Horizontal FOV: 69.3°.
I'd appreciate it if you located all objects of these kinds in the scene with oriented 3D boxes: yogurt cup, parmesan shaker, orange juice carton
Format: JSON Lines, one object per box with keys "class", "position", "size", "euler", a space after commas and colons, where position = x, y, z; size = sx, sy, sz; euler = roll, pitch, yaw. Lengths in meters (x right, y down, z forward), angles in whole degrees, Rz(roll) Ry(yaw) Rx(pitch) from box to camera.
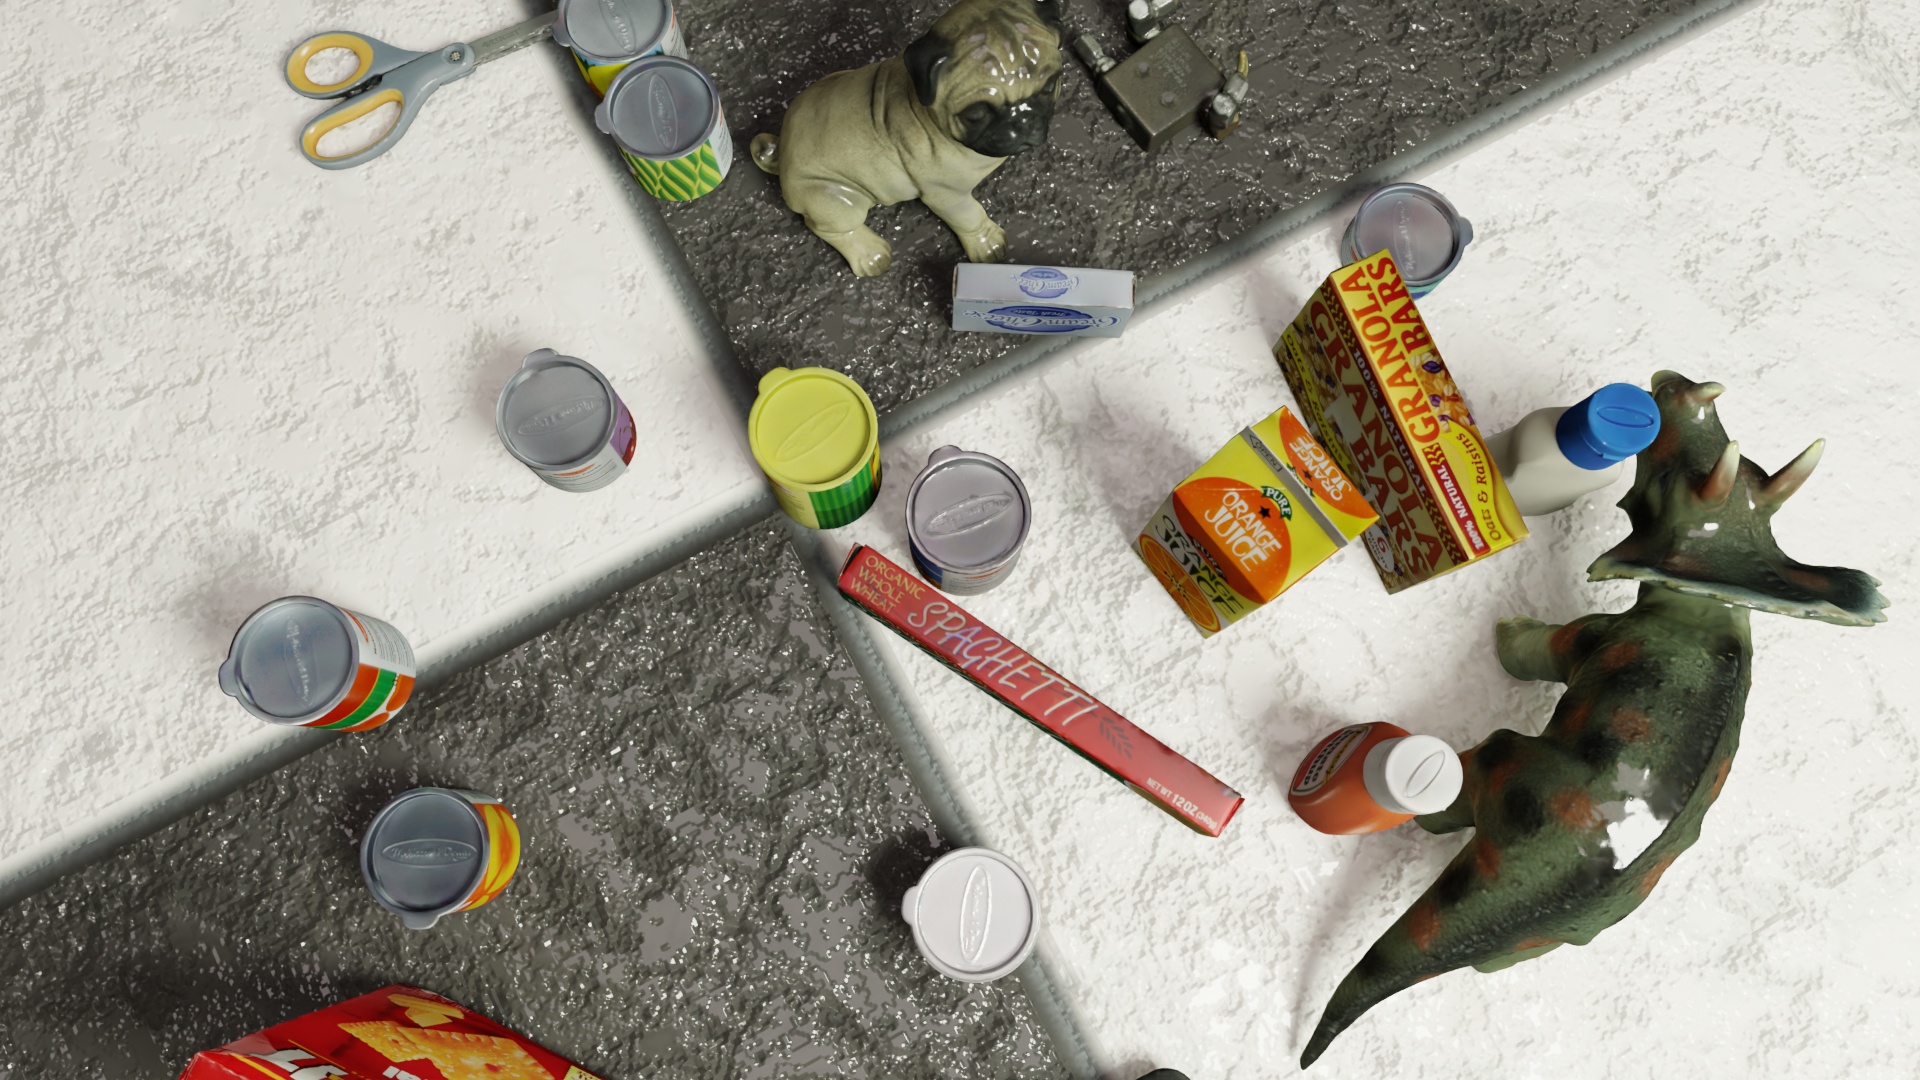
{"class": "yogurt cup", "position": [0.007, 0.197, 0.739], "size": [0.072, 0.054, 0.072], "euler": [0, 79, -1]}
{"class": "parmesan shaker", "position": [-0.078, -0.050, 0.762], "size": [0.071, 0.103, 0.071], "euler": [0, 79, -1]}
{"class": "orange juice carton", "position": [0.149, -0.008, 0.713], "size": [0.073, 0.192, 0.072], "euler": [-37, 82, -7]}

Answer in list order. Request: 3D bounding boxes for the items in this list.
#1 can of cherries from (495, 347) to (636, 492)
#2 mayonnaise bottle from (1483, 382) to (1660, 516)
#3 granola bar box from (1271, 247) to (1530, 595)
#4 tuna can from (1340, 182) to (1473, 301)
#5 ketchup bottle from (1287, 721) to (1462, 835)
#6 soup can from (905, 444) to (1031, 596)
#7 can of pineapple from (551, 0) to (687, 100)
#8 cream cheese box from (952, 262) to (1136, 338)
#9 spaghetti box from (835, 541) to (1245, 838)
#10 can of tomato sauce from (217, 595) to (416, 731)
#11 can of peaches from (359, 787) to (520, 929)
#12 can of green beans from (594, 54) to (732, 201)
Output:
{"class": "can of cherries", "position": [-0.221, -0.067, 0.785], "size": [0.071, 0.058, 0.071], "euler": [0, 79, -1]}
{"class": "mayonnaise bottle", "position": [0.322, -0.047, 0.747], "size": [0.065, 0.148, 0.041], "euler": [10, 79, 1]}
{"class": "granola bar box", "position": [0.234, -0.059, 0.760], "size": [0.039, 0.124, 0.165], "euler": [-22, 80, -5]}
{"class": "tuna can", "position": [0.266, -0.177, 0.831], "size": [0.071, 0.032, 0.071], "euler": [0, 79, -1]}
{"class": "ketchup bottle", "position": [0.213, 0.121, 0.711], "size": [0.043, 0.148, 0.065], "euler": [41, 81, 6]}
{"class": "soup can", "position": [0.003, -0.010, 0.766], "size": [0.071, 0.083, 0.071], "euler": [0, 79, -1]}
{"class": "can of pineapple", "position": [-0.203, -0.302, 0.833], "size": [0.071, 0.057, 0.071], "euler": [0, 79, -1]}
{"class": "cream cheese box", "position": [0.047, -0.139, 0.808], "size": [0.104, 0.053, 0.024], "euler": [3, 79, -1]}
{"class": "spaghetti box", "position": [0.040, 0.082, 0.765], "size": [0.250, 0.050, 0.029], "euler": [33, 80, 5]}
{"class": "can of tomato sauce", "position": [-0.340, 0.069, 0.742], "size": [0.071, 0.083, 0.071], "euler": [0, 79, -1]}
{"class": "can of peaches", "position": [-0.274, 0.167, 0.737], "size": [0.071, 0.058, 0.071], "euler": [0, 79, -1]}
{"class": "can of green beans", "position": [-0.171, -0.242, 0.822], "size": [0.071, 0.057, 0.071], "euler": [0, 79, -1]}
